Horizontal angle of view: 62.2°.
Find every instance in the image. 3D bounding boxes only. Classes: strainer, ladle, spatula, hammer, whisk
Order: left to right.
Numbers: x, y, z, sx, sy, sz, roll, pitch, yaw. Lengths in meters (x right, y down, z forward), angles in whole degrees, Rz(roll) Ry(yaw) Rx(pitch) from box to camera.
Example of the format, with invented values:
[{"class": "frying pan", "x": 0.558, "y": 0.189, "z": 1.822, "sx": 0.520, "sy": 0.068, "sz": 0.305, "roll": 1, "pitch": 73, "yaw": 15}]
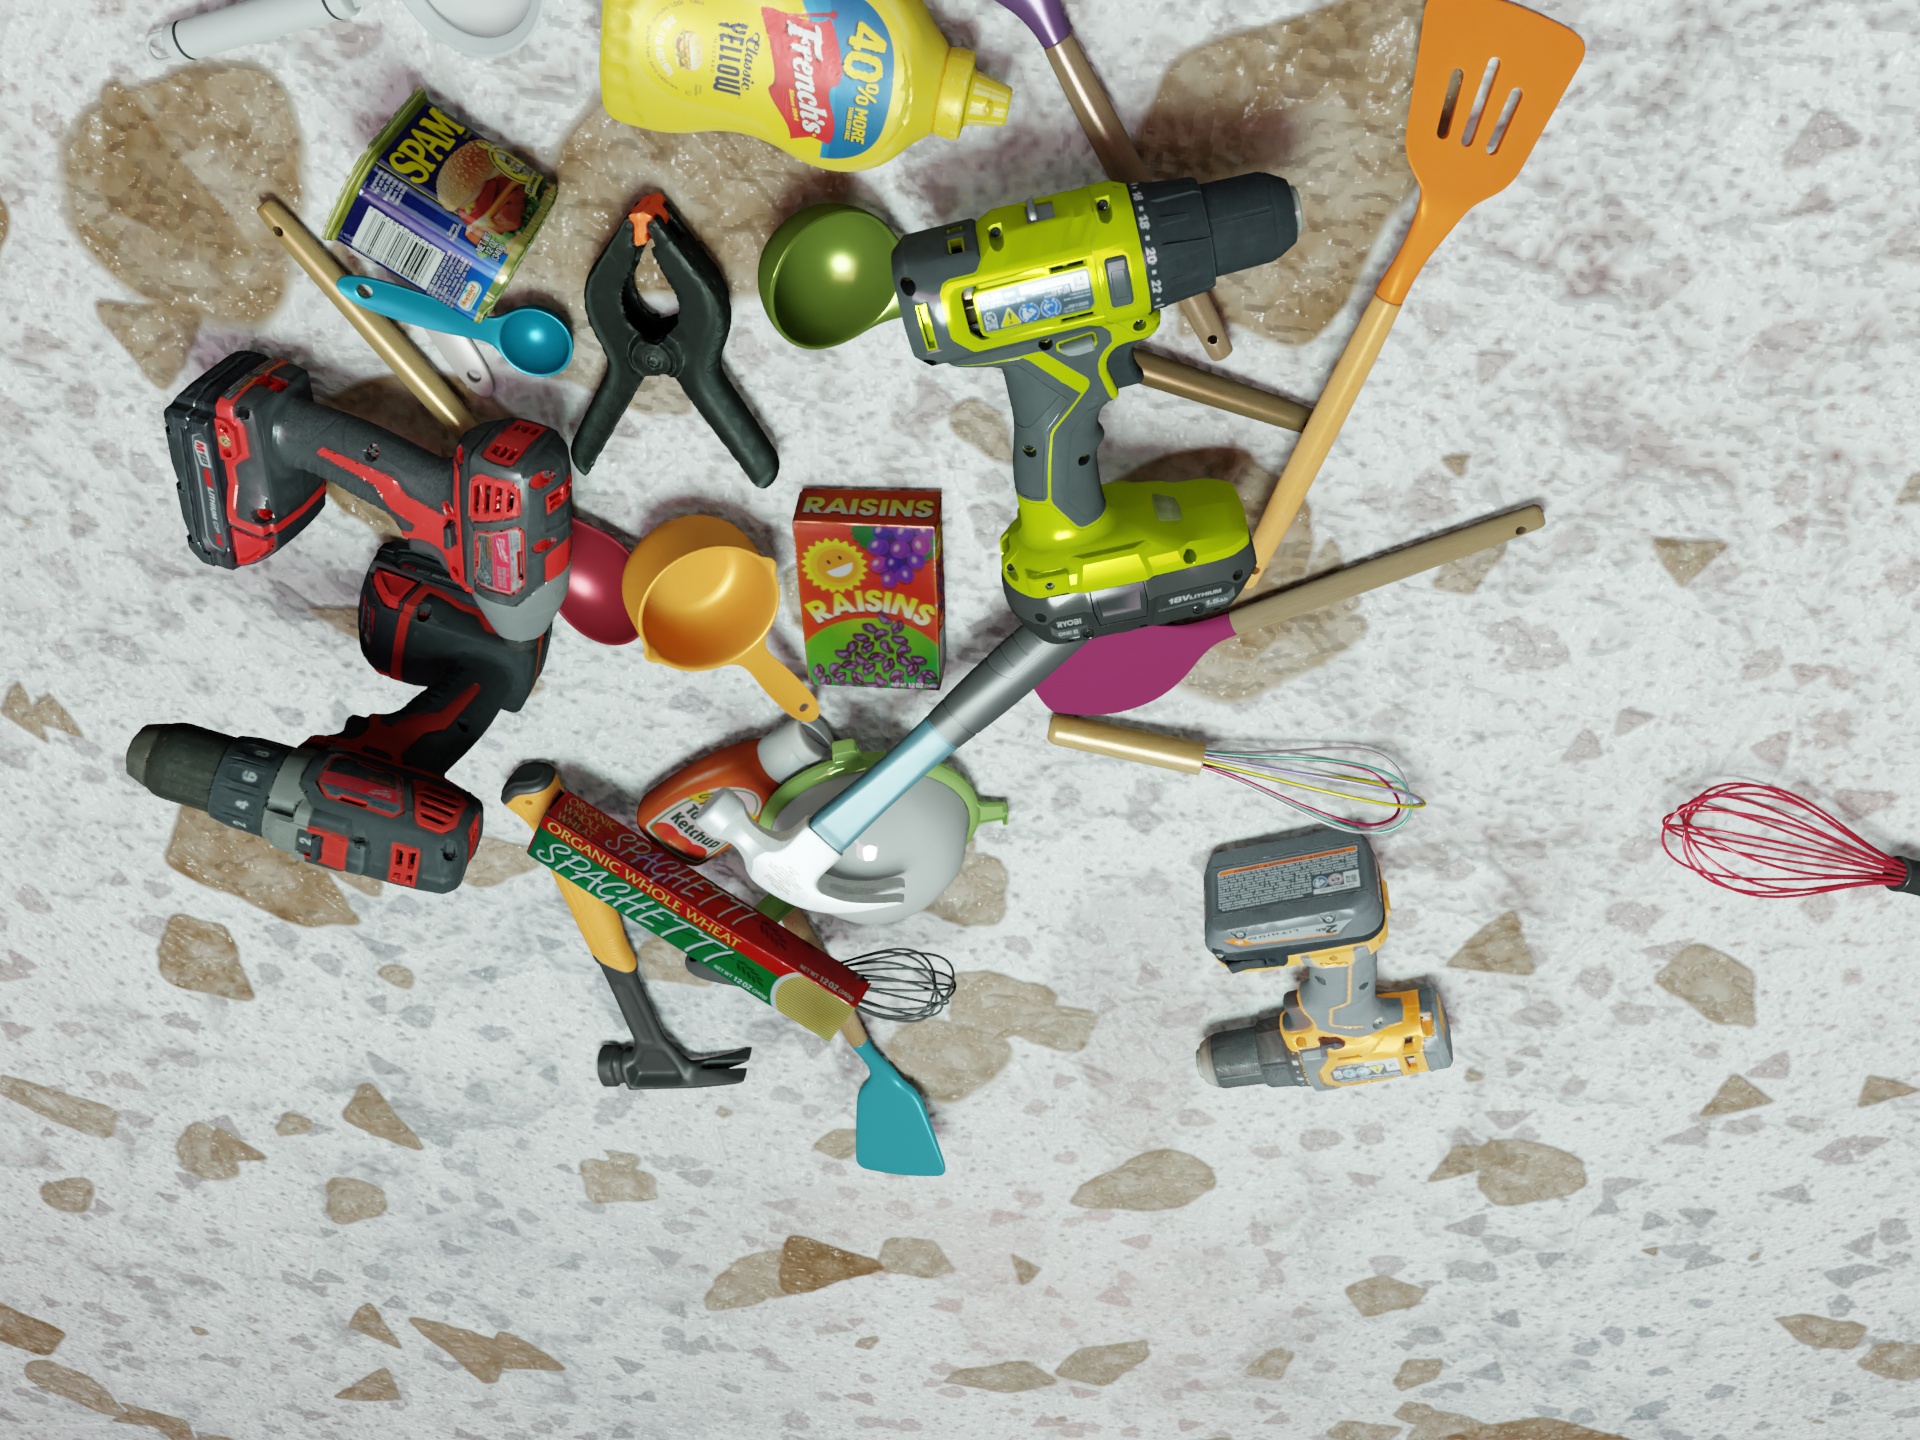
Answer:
[{"class": "strainer", "x": -0.290, "y": -0.350, "z": 0.761, "sx": 0.258, "sy": 0.050, "sz": 0.086, "roll": -5, "pitch": 124, "yaw": 19}, {"class": "ladle", "x": -0.288, "y": -0.167, "z": 0.925, "sx": 0.069, "sy": 0.031, "sz": 0.315, "roll": -24, "pitch": 121, "yaw": 24}, {"class": "hammer", "x": -0.260, "y": 0.164, "z": 1.196, "sx": 0.127, "sy": 0.034, "sz": 0.336, "roll": -4, "pitch": 129, "yaw": 12}, {"class": "whisk", "x": -0.106, "y": 0.184, "z": 1.152, "sx": 0.239, "sy": 0.055, "sz": 0.055, "roll": 1, "pitch": 133, "yaw": 31}, {"class": "strainer", "x": -0.092, "y": 0.121, "z": 1.086, "sx": 0.151, "sy": 0.069, "sz": 0.256, "roll": 24, "pitch": 128, "yaw": -36}, {"class": "spatula", "x": -0.090, "y": 0.239, "z": 1.231, "sx": 0.082, "sy": 0.044, "sz": 0.317, "roll": -2, "pitch": 130, "yaw": 26}, {"class": "hammer", "x": -0.002, "y": -0.003, "z": 0.960, "sx": 0.331, "sy": 0.033, "sz": 0.128, "roll": -41, "pitch": 107, "yaw": 14}, {"class": "ladle", "x": 0.051, "y": -0.196, "z": 0.837, "sx": 0.320, "sy": 0.062, "sz": 0.078, "roll": 16, "pitch": 125, "yaw": -9}, {"class": "spatula", "x": 0.057, "y": -0.304, "z": 0.768, "sx": 0.060, "sy": 0.018, "sz": 0.315, "roll": -22, "pitch": 123, "yaw": 25}, {"class": "whisk", "x": 0.177, "y": 0.030, "z": 1.023, "sx": 0.245, "sy": 0.047, "sz": 0.051, "roll": 12, "pitch": 132, "yaw": 3}, {"class": "spatula", "x": 0.209, "y": -0.200, "z": 0.818, "sx": 0.081, "sy": 0.041, "sz": 0.322, "roll": 14, "pitch": 130, "yaw": -9}, {"class": "whisk", "x": 0.581, "y": 0.094, "z": 1.013, "sx": 0.295, "sy": 0.073, "sz": 0.073, "roll": 12, "pitch": 131, "yaw": -11}]

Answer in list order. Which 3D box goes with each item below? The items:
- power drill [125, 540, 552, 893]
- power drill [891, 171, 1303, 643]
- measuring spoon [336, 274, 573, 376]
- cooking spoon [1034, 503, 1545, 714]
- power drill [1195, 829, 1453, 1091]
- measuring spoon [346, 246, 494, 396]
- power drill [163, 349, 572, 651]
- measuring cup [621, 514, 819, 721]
[{"class": "power drill", "x": -0.352, "y": -0.007, "z": 0.935, "sx": 0.188, "sy": 0.227, "sz": 0.080, "roll": 18, "pitch": 130, "yaw": -8}, {"class": "power drill", "x": 0.083, "y": -0.160, "z": 0.803, "sx": 0.190, "sy": 0.080, "sz": 0.228, "roll": -12, "pitch": 130, "yaw": 6}, {"class": "measuring spoon", "x": -0.274, "y": -0.224, "z": 0.873, "sx": 0.128, "sy": 0.021, "sz": 0.042, "roll": 15, "pitch": 131, "yaw": -10}, {"class": "cooking spoon", "x": 0.188, "y": -0.067, "z": 0.951, "sx": 0.319, "sy": 0.017, "sz": 0.068, "roll": -19, "pitch": 126, "yaw": 23}, {"class": "power drill", "x": 0.234, "y": 0.185, "z": 1.123, "sx": 0.185, "sy": 0.084, "sz": 0.226, "roll": -13, "pitch": 132, "yaw": 20}, {"class": "measuring spoon", "x": -0.298, "y": -0.228, "z": 0.879, "sx": 0.034, "sy": 0.018, "sz": 0.124, "roll": -17, "pitch": 127, "yaw": 20}, {"class": "power drill", "x": -0.328, "y": -0.121, "z": 0.912, "sx": 0.219, "sy": 0.079, "sz": 0.143, "roll": 16, "pitch": 131, "yaw": 6}, {"class": "measuring cup", "x": -0.140, "y": -0.058, "z": 0.980, "sx": 0.095, "sy": 0.052, "sz": 0.173, "roll": -38, "pitch": 140, "yaw": 1}]
